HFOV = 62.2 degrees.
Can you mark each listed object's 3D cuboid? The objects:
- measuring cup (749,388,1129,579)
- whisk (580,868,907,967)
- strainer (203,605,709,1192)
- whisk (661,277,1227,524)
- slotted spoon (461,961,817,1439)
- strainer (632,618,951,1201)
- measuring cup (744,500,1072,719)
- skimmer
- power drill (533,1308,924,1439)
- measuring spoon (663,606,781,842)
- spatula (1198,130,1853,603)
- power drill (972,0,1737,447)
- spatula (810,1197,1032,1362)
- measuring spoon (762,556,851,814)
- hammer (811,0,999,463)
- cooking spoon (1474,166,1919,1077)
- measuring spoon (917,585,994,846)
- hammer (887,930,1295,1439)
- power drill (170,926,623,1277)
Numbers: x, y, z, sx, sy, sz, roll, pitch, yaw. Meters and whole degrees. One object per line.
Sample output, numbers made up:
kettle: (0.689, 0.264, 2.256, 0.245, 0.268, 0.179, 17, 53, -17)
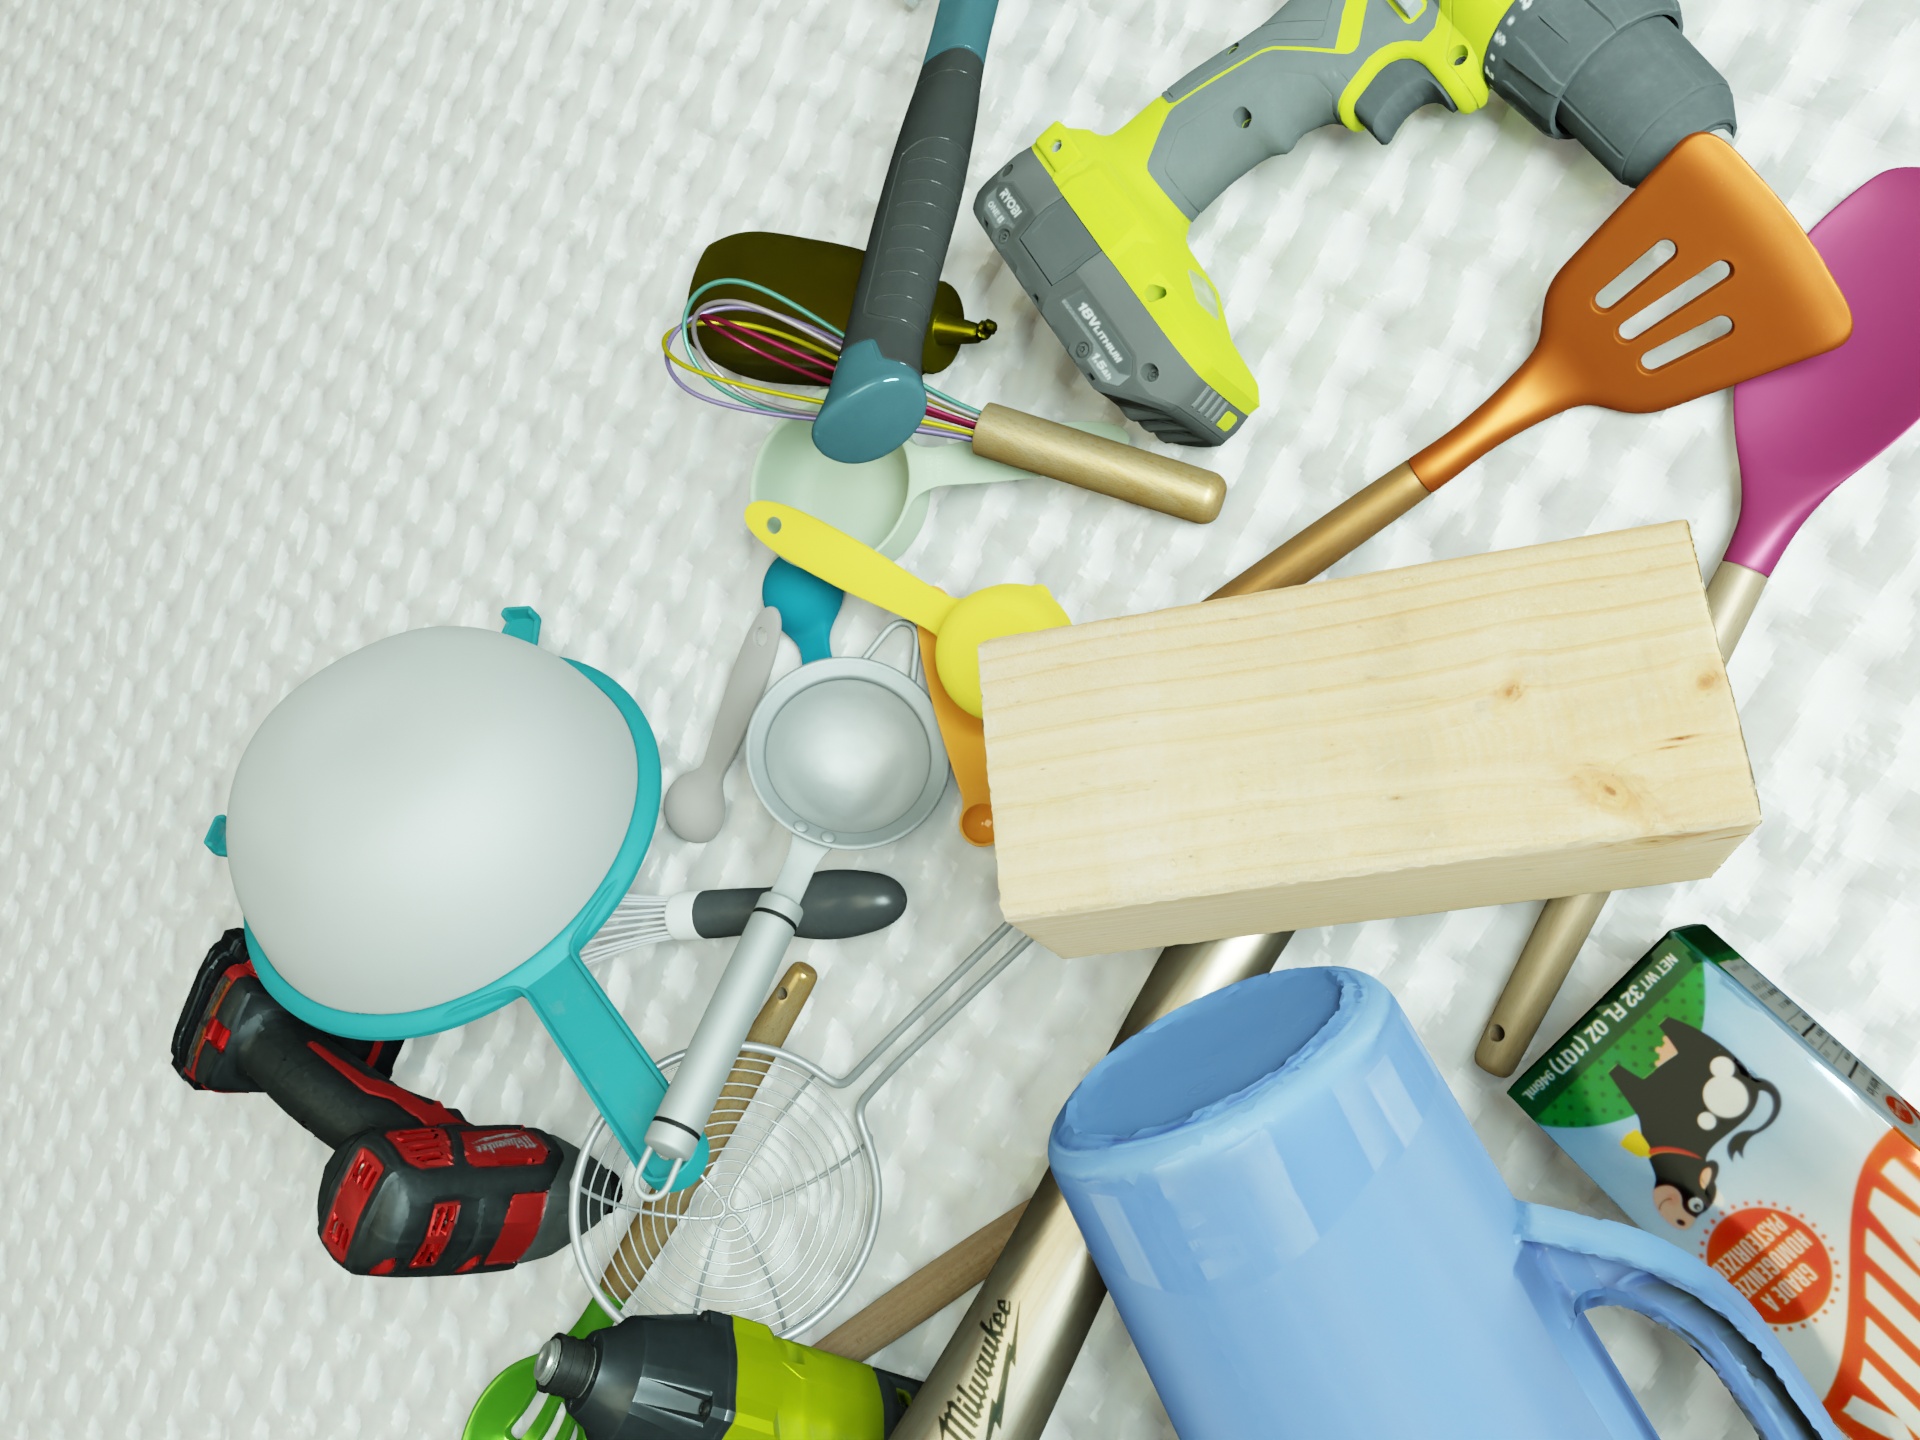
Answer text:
measuring cup: (-0.007, -0.104, 0.679, 0.167, 0.038, 0.083, -6, 84, 17)
whisk: (-0.150, 0.091, 0.733, 0.284, 0.070, 0.070, -8, 80, 26)
strainer: (-0.213, 0.063, 0.680, 0.211, 0.095, 0.341, -38, 51, -12)
whisk: (-0.010, -0.127, 0.643, 0.245, 0.047, 0.051, 20, 101, 13)
slotted spoon: (-0.145, 0.242, 0.730, 0.070, 0.031, 0.313, 37, 102, 30)
strainer: (-0.072, 0.071, 0.642, 0.087, 0.050, 0.259, 23, 61, 1)
measuring cup: (-0.025, -0.050, 0.650, 0.156, 0.029, 0.062, 29, 103, 8)
skimmer: (-0.011, 0.108, 0.619, 0.363, 0.090, 0.127, -46, 72, 19)
power drill: (-0.127, 0.325, 0.632, 0.223, 0.171, 0.080, -53, 26, 21)
measuring spoon: (-0.110, 0.003, 0.726, 0.034, 0.018, 0.124, 37, 114, 30)
spatula: (0.143, -0.072, 0.570, 0.322, 0.041, 0.081, -36, 93, 27)
power drill: (0.134, -0.206, 0.572, 0.228, 0.080, 0.191, -39, 66, 20)
spatula: (0.013, 0.208, 0.637, 0.316, 0.018, 0.060, -41, 64, 21)
measuring spoon: (-0.068, -0.018, 0.710, 0.042, 0.021, 0.129, -17, 75, 30)
hammer: (-0.005, -0.244, 0.620, 0.128, 0.033, 0.331, -13, 55, 41)
cooking spoon: (0.243, -0.025, 0.516, 0.069, 0.017, 0.319, 33, 103, 45)
measuring spoon: (-0.001, -0.002, 0.673, 0.021, 0.011, 0.117, -11, 74, -6)
hammer: (0.052, 0.129, 0.541, 0.146, 0.038, 0.411, 28, 83, 20)
power drill: (-0.264, 0.182, 0.752, 0.220, 0.143, 0.078, 27, 95, 38)
